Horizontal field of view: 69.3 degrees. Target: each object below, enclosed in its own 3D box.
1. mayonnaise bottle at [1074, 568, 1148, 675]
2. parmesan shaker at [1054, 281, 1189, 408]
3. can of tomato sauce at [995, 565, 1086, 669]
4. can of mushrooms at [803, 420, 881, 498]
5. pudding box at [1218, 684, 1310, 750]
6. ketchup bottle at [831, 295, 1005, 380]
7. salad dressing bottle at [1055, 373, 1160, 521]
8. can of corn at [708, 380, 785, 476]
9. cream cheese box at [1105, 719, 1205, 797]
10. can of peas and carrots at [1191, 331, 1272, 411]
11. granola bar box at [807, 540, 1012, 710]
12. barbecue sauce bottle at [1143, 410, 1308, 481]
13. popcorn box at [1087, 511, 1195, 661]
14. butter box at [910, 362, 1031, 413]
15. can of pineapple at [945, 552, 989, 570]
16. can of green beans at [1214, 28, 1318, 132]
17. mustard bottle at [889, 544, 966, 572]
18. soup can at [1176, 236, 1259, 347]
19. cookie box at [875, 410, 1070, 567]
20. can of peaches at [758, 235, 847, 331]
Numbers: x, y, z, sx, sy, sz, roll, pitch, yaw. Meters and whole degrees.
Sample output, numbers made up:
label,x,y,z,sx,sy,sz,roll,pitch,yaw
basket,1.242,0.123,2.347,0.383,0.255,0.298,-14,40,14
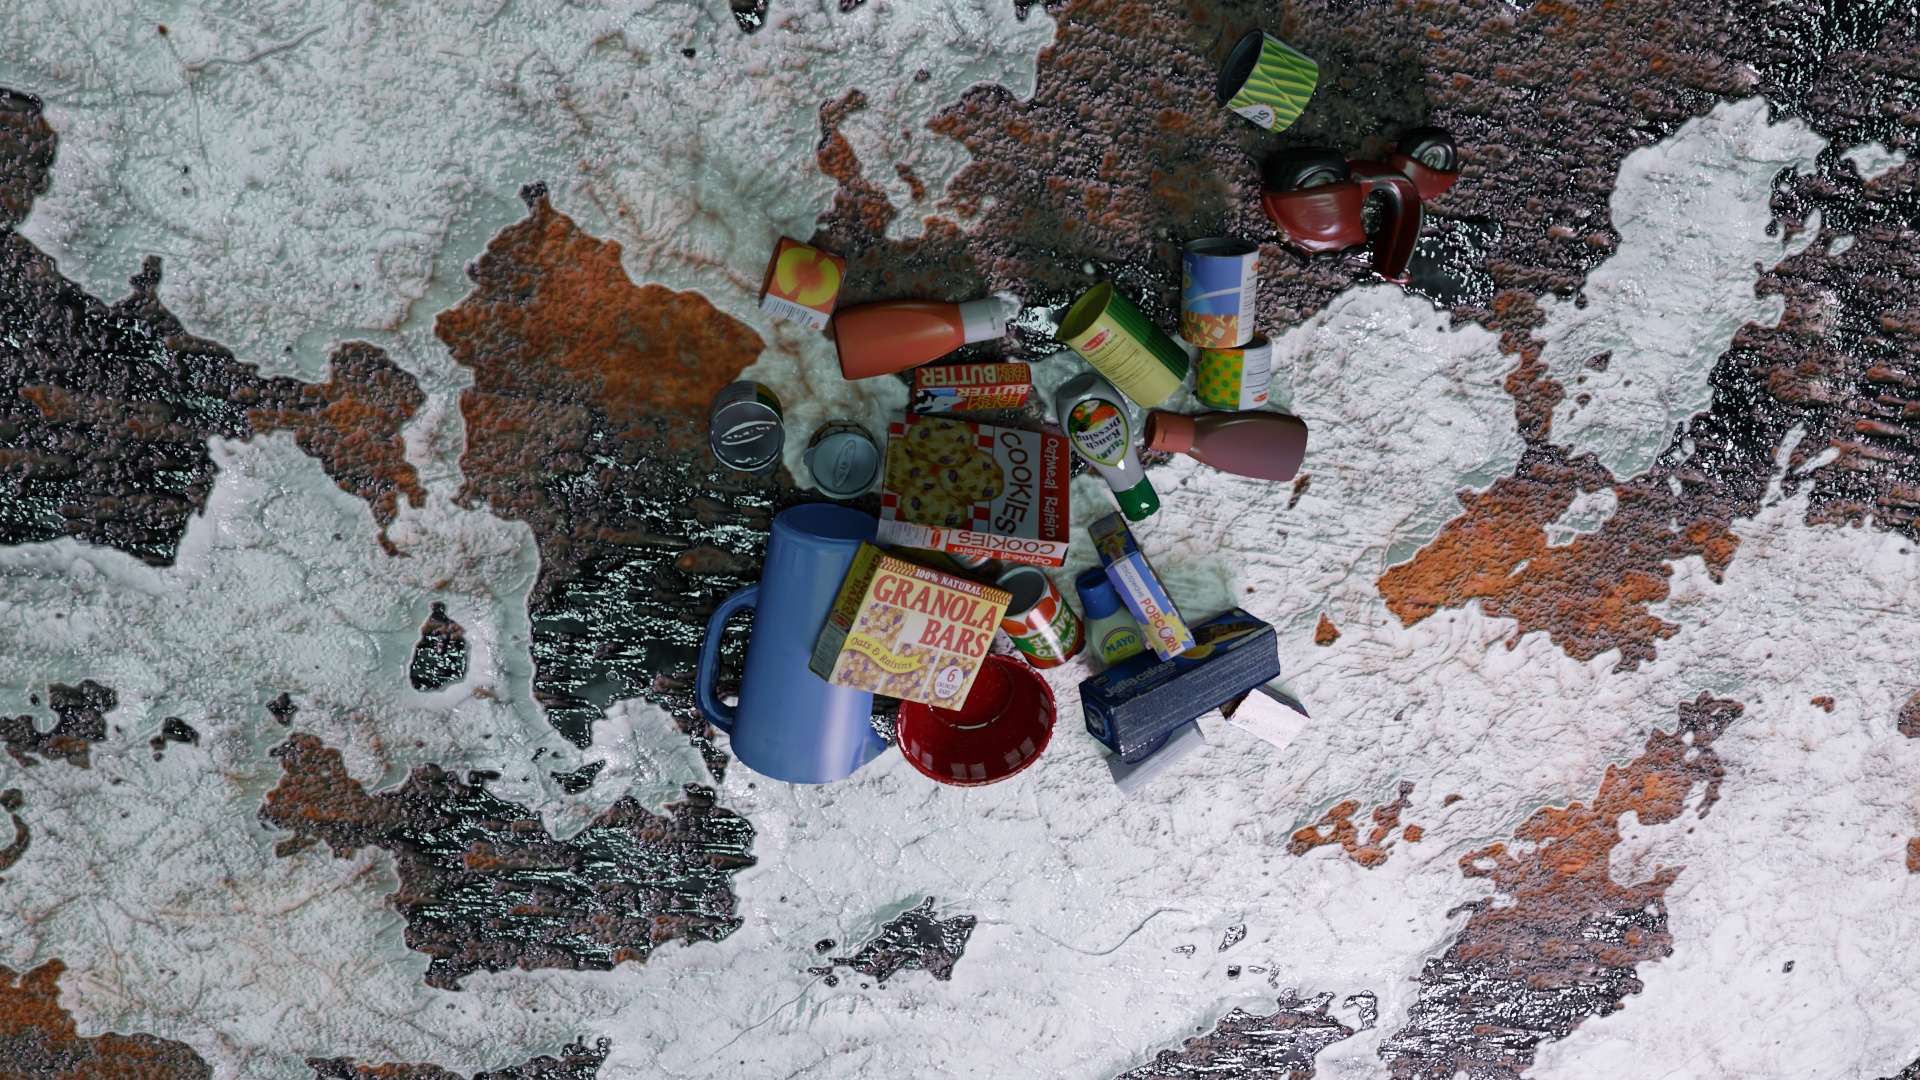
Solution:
label,x,y,z,sx,sy,sz,roll,pitch,yaw
mayonnaise bottle,0.153,0.097,1.384,0.065,0.041,0.147,-26,118,-4
parmesan shaker,0.145,-0.172,1.243,0.103,0.071,0.071,37,105,-24
can of tomato sauce,0.074,0.075,1.336,0.071,0.071,0.083,-32,129,7
can of mushrooms,-0.109,-0.075,1.264,0.071,0.033,0.070,-4,117,-7
pudding box,0.319,0.181,1.459,0.083,0.030,0.049,29,109,-20
ketchup bottle,-0.036,-0.183,1.218,0.149,0.044,0.064,-11,117,-4
salad dressing bottle,0.141,-0.084,1.294,0.064,0.044,0.147,-27,117,11
can of corn,-0.188,-0.099,1.226,0.071,0.058,0.070,-4,116,-8
cream cheese box,0.202,0.218,1.444,0.103,0.053,0.024,-38,114,10
can of peas and carrots,0.247,-0.156,1.267,0.071,0.071,0.058,-4,116,-7
granola bar box,-0.043,0.079,1.252,0.165,0.039,0.124,19,97,-43
barbecue sauce bottle,0.249,-0.095,1.308,0.149,0.044,0.064,7,114,-12
popcorn box,0.174,0.044,1.338,0.038,0.085,0.126,-31,117,8
butter box,0.009,-0.137,1.243,0.103,0.053,0.024,-4,73,-7
can of pineapple,0.005,-0.016,1.294,0.071,0.071,0.058,-43,113,12
can of green beans,0.255,-0.382,1.158,0.058,0.071,0.071,22,110,-19
mustard bottle,-0.032,0.034,1.320,0.065,0.049,0.160,-36,116,3
soup can,0.226,-0.221,1.232,0.071,0.071,0.083,-5,117,-7
cookie box,0.014,-0.046,1.239,0.167,0.123,0.040,8,144,-6
can of peaches,-0.133,-0.220,1.174,0.058,0.071,0.071,17,112,-16
